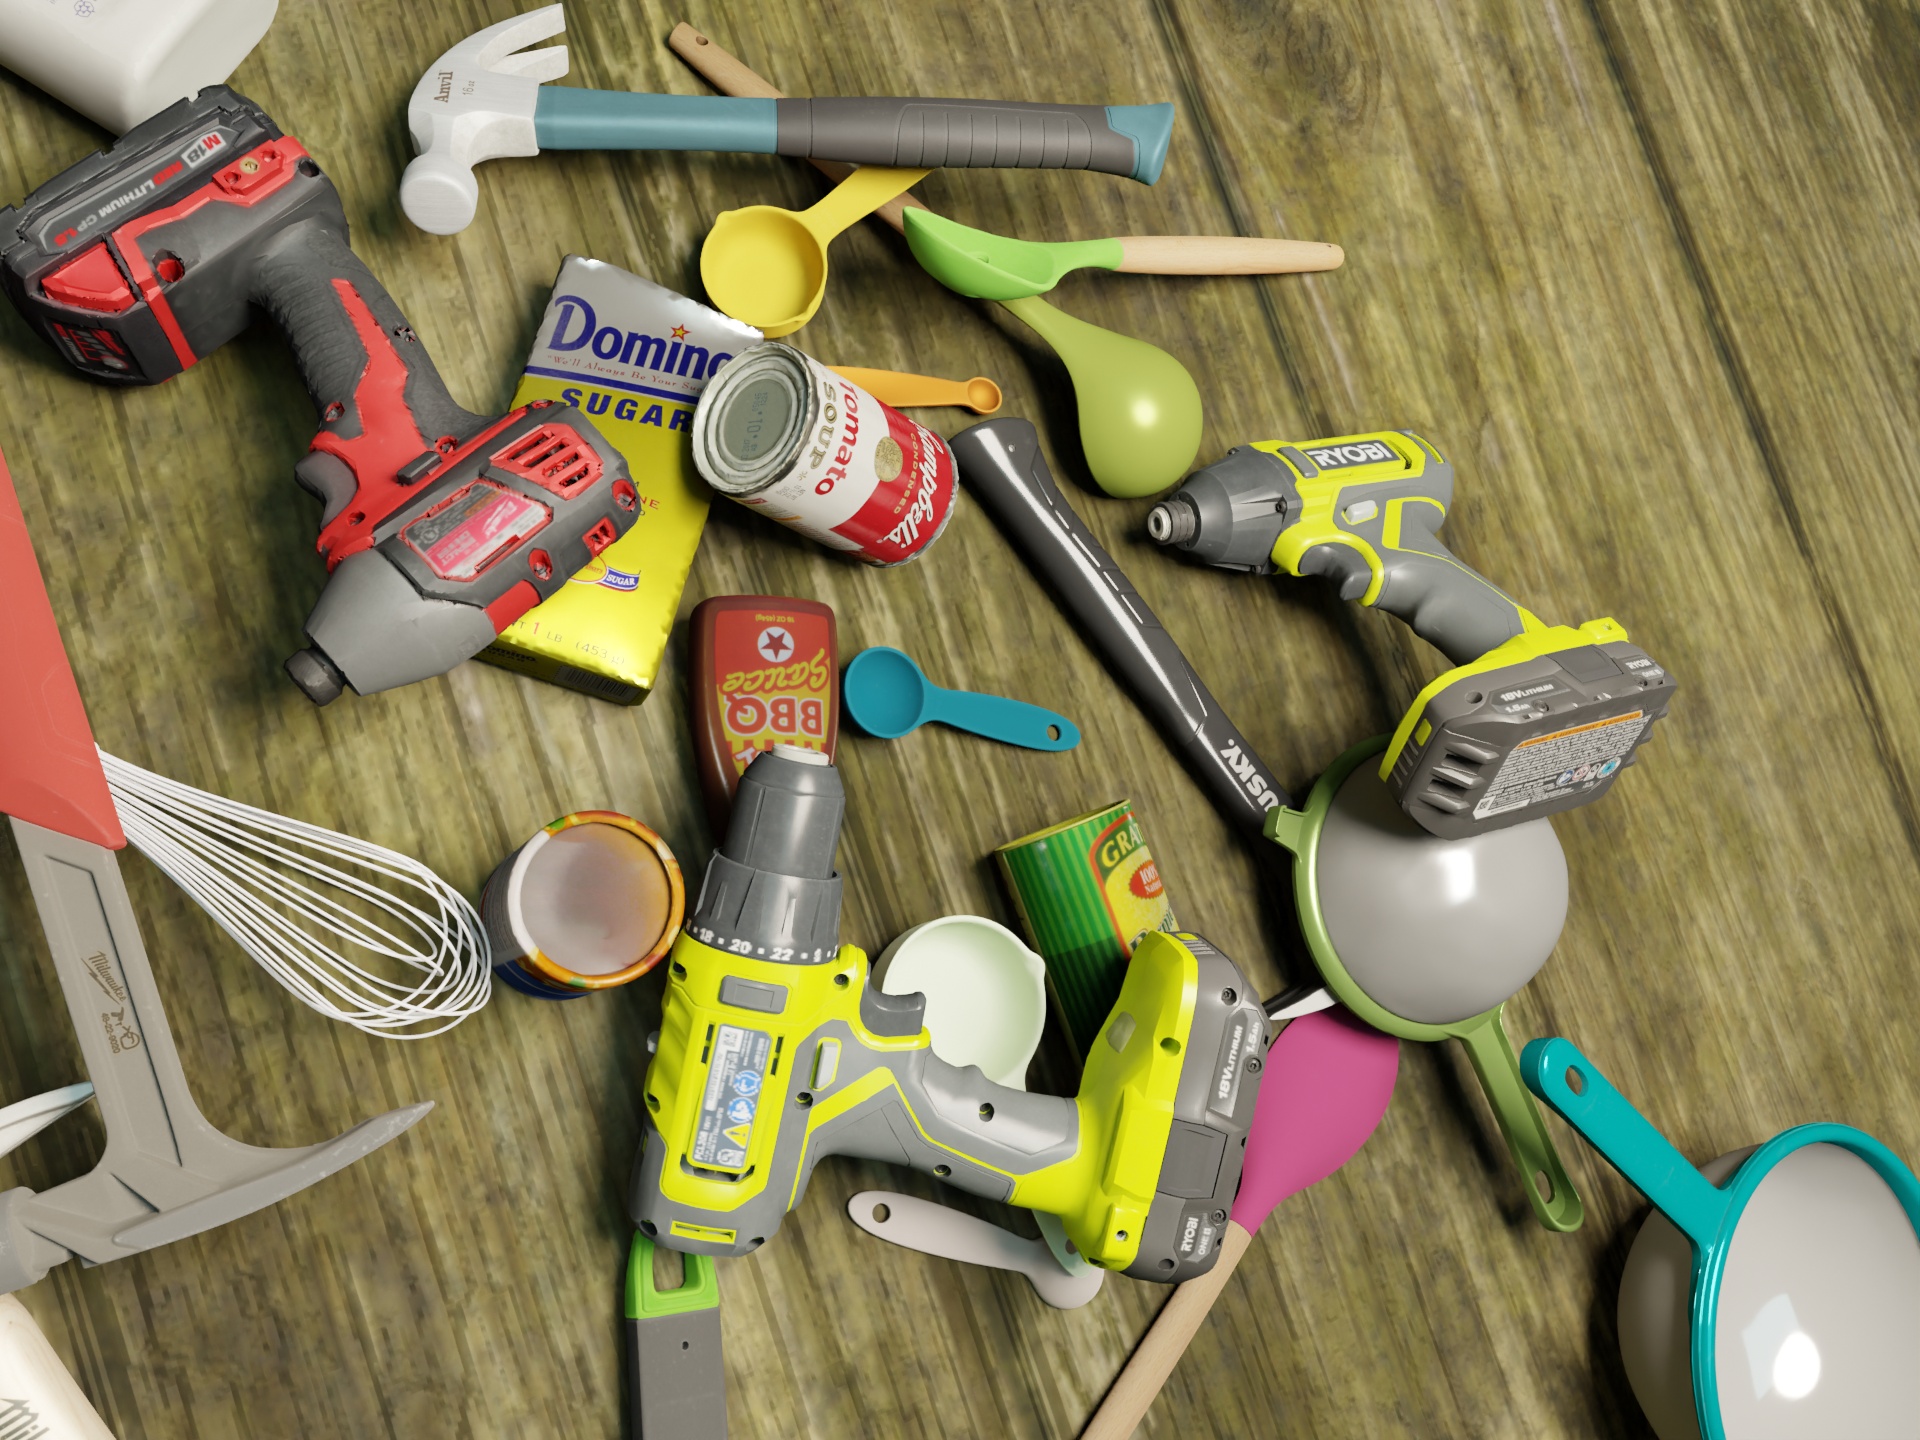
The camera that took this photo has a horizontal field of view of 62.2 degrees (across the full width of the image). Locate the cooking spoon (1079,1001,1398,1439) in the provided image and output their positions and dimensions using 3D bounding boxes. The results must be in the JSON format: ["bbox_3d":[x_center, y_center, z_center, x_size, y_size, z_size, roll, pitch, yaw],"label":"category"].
[{"bbox_3d":[0.113,0.253,0.724,0.068,0.017,0.319,45,65,-8],"label":"cooking spoon"}]

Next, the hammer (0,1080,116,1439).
[{"bbox_3d":[-0.244,0.320,0.545,0.146,0.038,0.410,-37,95,-27],"label":"hammer"}]

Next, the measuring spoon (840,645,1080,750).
[{"bbox_3d":[-0.001,-0.002,0.737,0.128,0.021,0.042,13,72,-30],"label":"measuring spoon"}]

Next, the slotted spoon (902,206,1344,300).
[{"bbox_3d":[0.094,-0.228,0.783,0.313,0.031,0.070,-14,47,-40],"label":"slotted spoon"}]

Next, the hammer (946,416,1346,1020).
[{"bbox_3d":[0.103,-0.006,0.770,0.146,0.035,0.334,-41,96,-26],"label":"hammer"}]

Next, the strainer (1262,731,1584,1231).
[{"bbox_3d":[0.256,0.124,0.752,0.151,0.069,0.256,-22,90,-28],"label":"strainer"}]

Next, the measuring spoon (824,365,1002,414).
[{"bbox_3d":[-0.036,-0.156,0.758,0.117,0.011,0.021,-1,70,-20],"label":"measuring spoon"}]

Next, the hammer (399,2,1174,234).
[{"bbox_3d":[-0.067,-0.258,0.695,0.331,0.033,0.128,-1,54,-8],"label":"hammer"}]

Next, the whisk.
[{"bbox_3d":[-0.297,0.031,0.577,0.284,0.070,0.070,32,68,-9],"label":"whisk"}]

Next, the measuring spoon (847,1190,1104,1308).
[{"bbox_3d":[0.010,0.225,0.686,0.124,0.018,0.034,22,71,-17],"label":"measuring spoon"}]

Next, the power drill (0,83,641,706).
[{"bbox_3d":[-0.242,-0.114,0.594,0.220,0.078,0.143,45,71,3],"label":"power drill"}]

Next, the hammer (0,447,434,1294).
[{"bbox_3d":[-0.306,-0.002,0.538,0.149,0.036,0.359,-19,85,-13],"label":"hammer"}]

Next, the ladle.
[{"bbox_3d":[-0.012,-0.223,0.772,0.320,0.062,0.078,37,60,-4],"label":"ladle"}]

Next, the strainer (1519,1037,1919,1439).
[{"bbox_3d":[0.354,0.263,0.774,0.340,0.095,0.211,43,64,-16],"label":"strainer"}]

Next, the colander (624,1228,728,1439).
[{"bbox_3d":[-0.075,0.380,0.556,0.204,0.094,0.397,4,72,-35],"label":"colander"}]

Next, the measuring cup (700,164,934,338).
[{"bbox_3d":[-0.053,-0.234,0.737,0.156,0.029,0.062,-40,89,-11],"label":"measuring cup"}]

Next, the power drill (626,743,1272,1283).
[{"bbox_3d":[-0.004,0.121,0.622,0.228,0.080,0.190,12,93,-8],"label":"power drill"}]

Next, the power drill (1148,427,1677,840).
[{"bbox_3d":[0.205,-0.054,0.754,0.171,0.080,0.223,-11,47,-27],"label":"power drill"}]

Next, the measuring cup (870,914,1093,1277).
[{"bbox_3d":[0.014,0.164,0.693,0.083,0.038,0.167,-26,93,-24],"label":"measuring cup"}]
